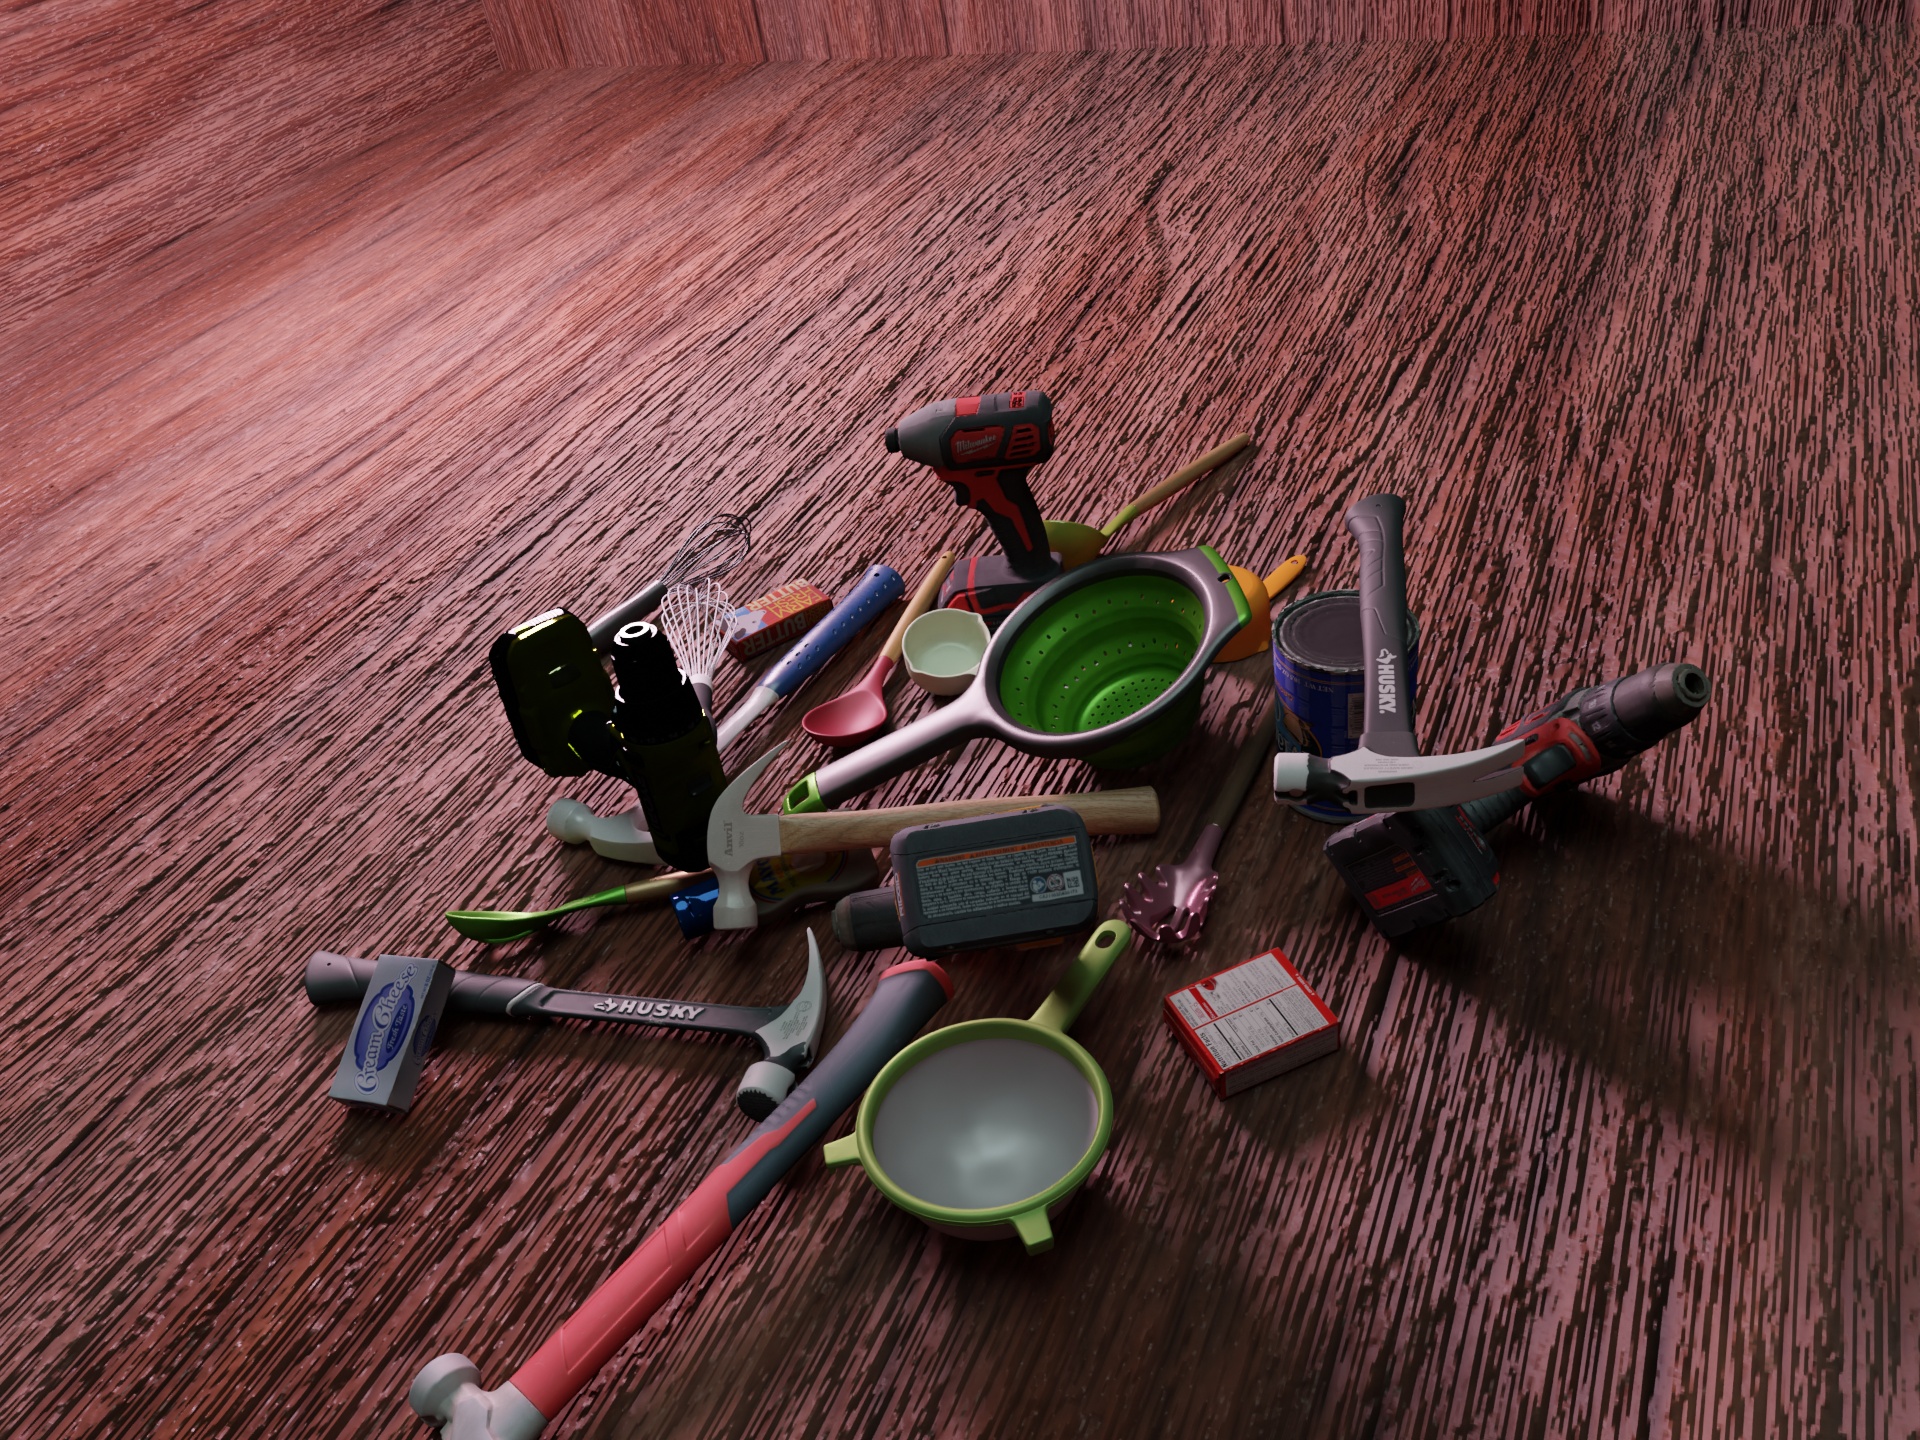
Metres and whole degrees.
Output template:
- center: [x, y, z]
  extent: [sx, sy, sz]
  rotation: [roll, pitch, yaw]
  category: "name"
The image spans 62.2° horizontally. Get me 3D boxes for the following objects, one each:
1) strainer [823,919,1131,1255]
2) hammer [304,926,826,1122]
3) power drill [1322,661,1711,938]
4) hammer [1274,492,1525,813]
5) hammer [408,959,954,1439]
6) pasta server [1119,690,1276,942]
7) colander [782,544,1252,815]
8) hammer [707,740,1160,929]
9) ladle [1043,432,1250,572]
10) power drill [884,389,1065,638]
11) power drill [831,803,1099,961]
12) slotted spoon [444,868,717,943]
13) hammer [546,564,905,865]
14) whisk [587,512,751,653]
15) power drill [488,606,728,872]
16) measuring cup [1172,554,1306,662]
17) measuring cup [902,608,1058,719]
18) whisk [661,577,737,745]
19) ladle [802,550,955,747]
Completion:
- center: [0.044, 0.224, 0.973]
  extent: [0.151, 0.069, 0.256]
  rotation: [12, 39, 29]
  category: "strainer"
- center: [-0.286, 0.194, 1.119]
  extent: [0.409, 0.036, 0.149]
  rotation: [3, 37, 17]
  category: "hammer"
- center: [0.371, 0.043, 1.049]
  extent: [0.226, 0.188, 0.080]
  rotation: [-31, 83, -23]
  category: "power drill"
- center: [0.292, -0.058, 1.073]
  extent: [0.146, 0.035, 0.335]
  rotation: [0, 38, 14]
  category: "hammer"
- center: [-0.127, 0.286, 0.926]
  extent: [0.143, 0.038, 0.386]
  rotation: [24, 54, 36]
  category: "hammer"
- center: [0.196, 0.059, 1.176]
  extent: [0.060, 0.040, 0.316]
  rotation: [7, 39, 27]
  category: "pasta server"
- center: [0.050, 0.007, 1.256]
  extent: [0.397, 0.094, 0.205]
  rotation: [-27, 39, 8]
  category: "colander"
- center: [-0.017, 0.073, 1.152]
  extent: [0.331, 0.130, 0.031]
  rotation: [-4, -2, -11]
  category: "hammer"
- center: [0.179, -0.225, 1.543]
  extent: [0.320, 0.062, 0.078]
  rotation: [-35, 15, -34]
  category: "ladle"
- center: [0.018, -0.178, 1.380]
  extent: [0.143, 0.219, 0.079]
  rotation: [-4, 37, 8]
  category: "power drill"
- center: [0.000, 0.114, 1.029]
  extent: [0.185, 0.226, 0.084]
  rotation: [-9, 80, 0]
  category: "power drill"
- center: [-0.225, 0.126, 1.194]
  extent: [0.313, 0.031, 0.070]
  rotation: [-11, -1, -7]
  category: "slotted spoon"
- center: [-0.167, -0.014, 1.364]
  extent: [0.144, 0.035, 0.406]
  rotation: [14, 43, 30]
  category: "hammer"
- center: [-0.289, -0.127, 1.534]
  extent: [0.055, 0.055, 0.239]
  rotation: [22, 52, 36]
  category: "whisk"
- center: [-0.261, -0.006, 1.192]
  extent: [0.080, 0.190, 0.229]
  rotation: [-32, 37, -31]
  category: "power drill"
- center: [0.249, -0.118, 1.384]
  extent: [0.095, 0.052, 0.173]
  rotation: [24, 51, 37]
  category: "measuring cup"
- center: [0.022, -0.031, 1.349]
  extent: [0.168, 0.038, 0.083]
  rotation: [37, 63, 24]
  category: "measuring cup"
- center: [-0.218, -0.042, 1.337]
  extent: [0.070, 0.070, 0.285]
  rotation: [-12, 32, -2]
  category: "whisk"
- center: [-0.059, -0.067, 1.416]
  extent: [0.069, 0.031, 0.316]
  rotation: [7, 38, 18]
  category: "ladle"
